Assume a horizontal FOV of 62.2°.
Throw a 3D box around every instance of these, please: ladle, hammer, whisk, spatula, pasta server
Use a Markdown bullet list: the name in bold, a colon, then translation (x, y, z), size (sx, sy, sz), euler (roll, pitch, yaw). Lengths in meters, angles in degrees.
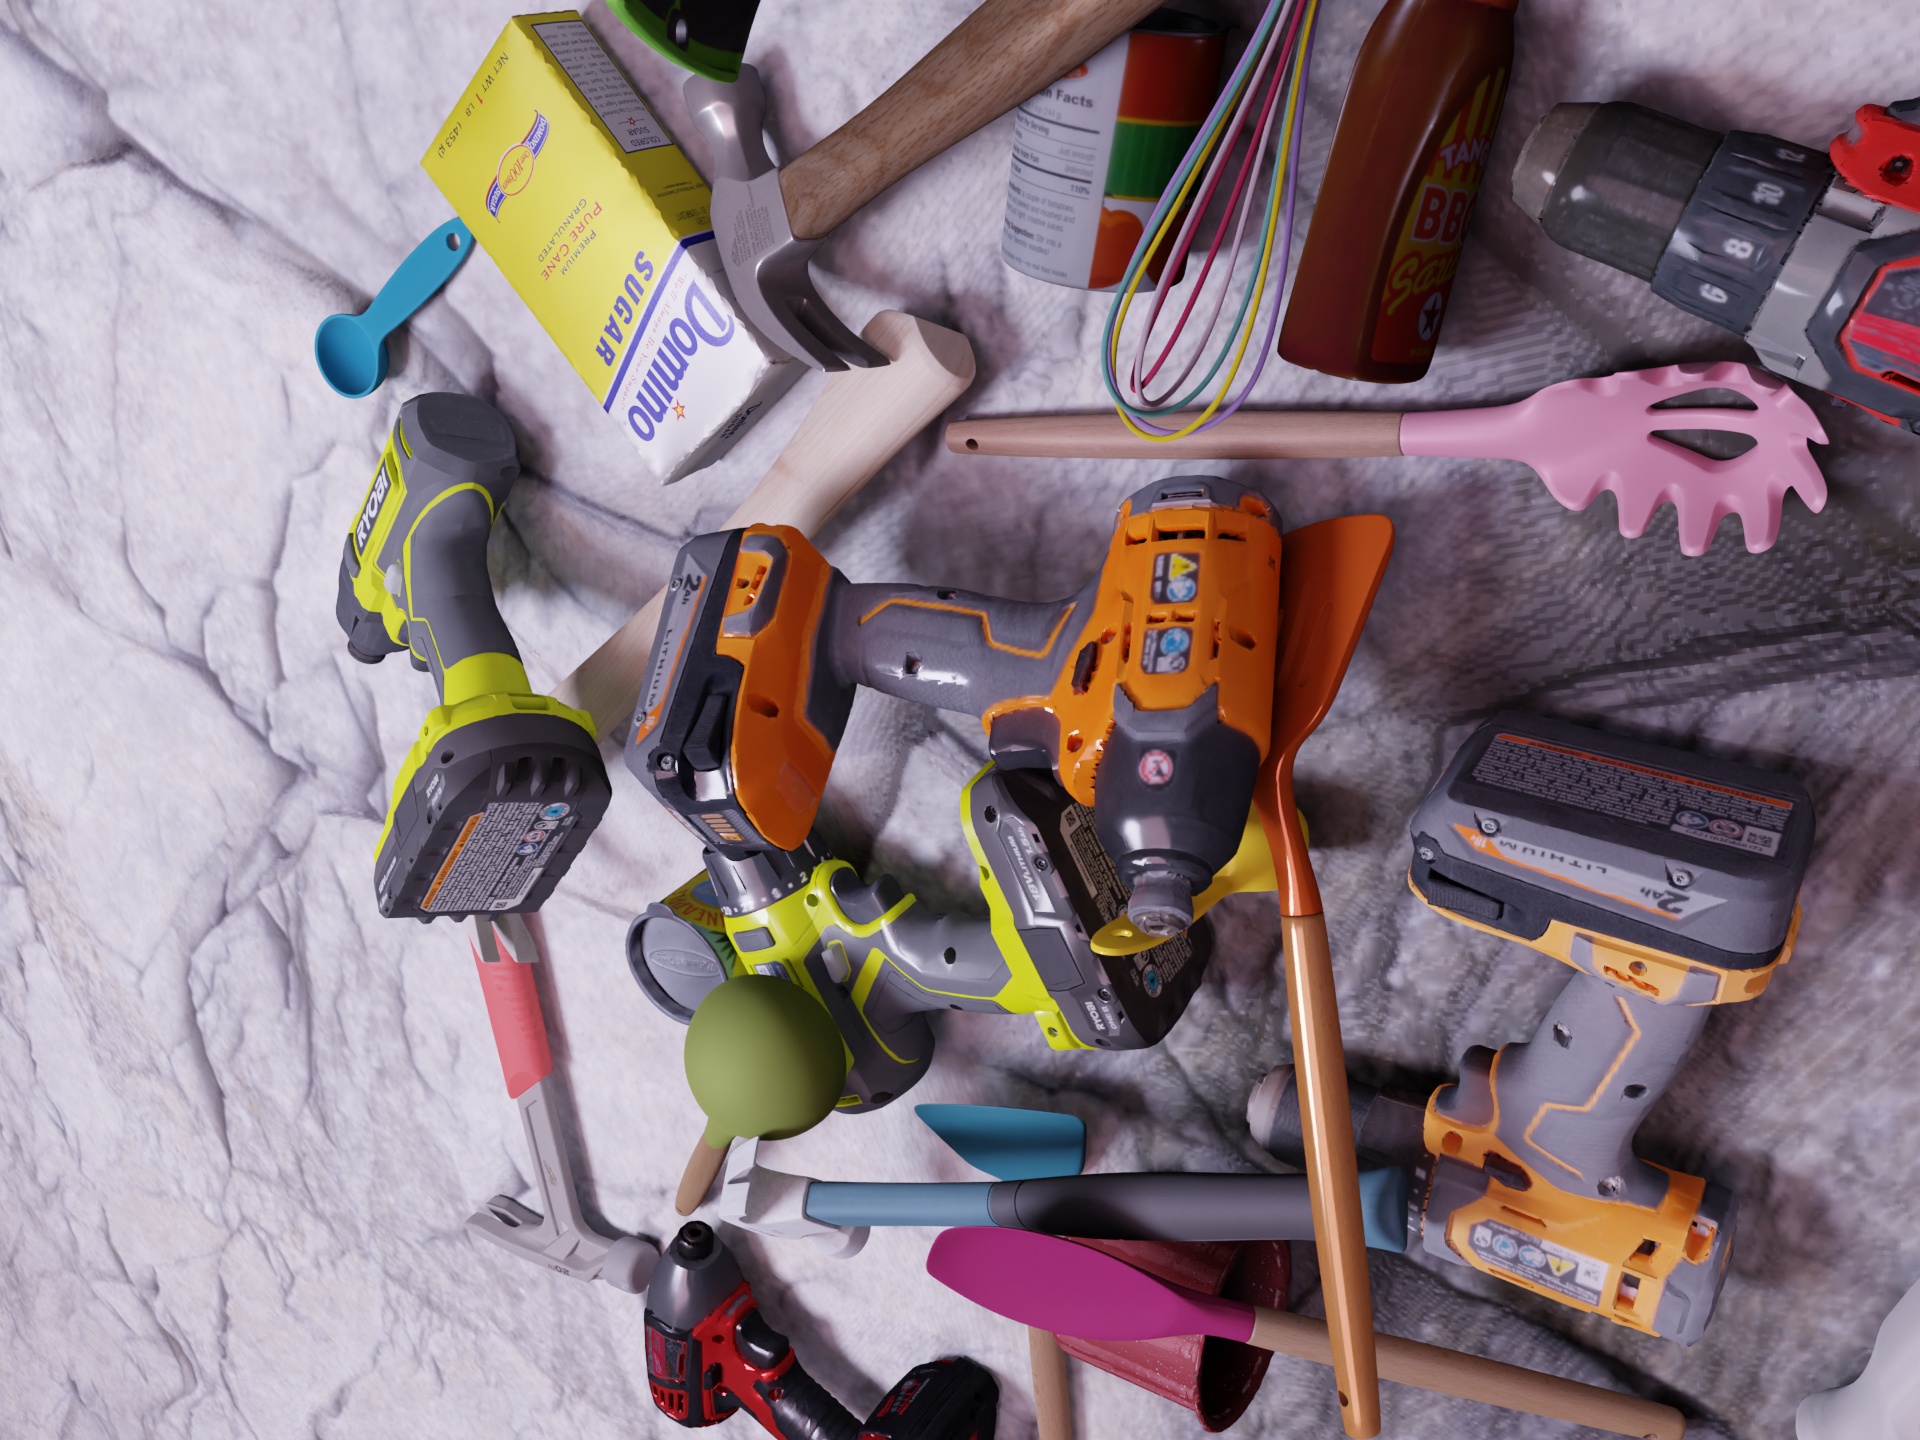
- **ladle**: translation (-0.121, 0.212, 0.828), size (0.078, 0.062, 0.320), euler (38, 149, 6)
- **hammer**: translation (0.032, 0.206, 0.677), size (0.331, 0.033, 0.128), euler (-11, 148, 33)
- **whisk**: translation (0.094, -0.205, 0.487), size (0.051, 0.047, 0.245), euler (12, 107, -19)
- **hammer**: translation (0.005, -0.204, 0.508), size (0.331, 0.031, 0.130), euler (-9, 97, 55)
- **hammer**: translation (-0.273, 0.187, 0.962), size (0.149, 0.037, 0.358), euler (9, 118, 30)
- **spatula**: translation (0.038, 0.311, 0.814), size (0.082, 0.044, 0.317), euler (0, 115, 16)
- **pasta server**: translation (0.126, -0.097, 0.555), size (0.316, 0.040, 0.060), euler (6, 127, 32)
- **hammer**: translation (-0.132, -0.033, 0.728), size (0.410, 0.038, 0.146), euler (-38, 60, 36)
- **spatula**: translation (0.132, 0.091, 0.562), size (0.081, 0.041, 0.322), euler (176, 87, -68)

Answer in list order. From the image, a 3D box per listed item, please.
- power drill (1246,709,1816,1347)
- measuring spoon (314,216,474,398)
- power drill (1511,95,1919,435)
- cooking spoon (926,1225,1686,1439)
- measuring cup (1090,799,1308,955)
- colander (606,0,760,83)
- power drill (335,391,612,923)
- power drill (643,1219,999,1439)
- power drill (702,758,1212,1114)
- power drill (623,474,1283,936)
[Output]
- **power drill**: translation (0.200, 0.113, 0.589), size (0.185, 0.084, 0.226), euler (16, 125, 29)
- **measuring spoon**: translation (-0.272, -0.205, 0.780), size (0.128, 0.021, 0.042), euler (-32, 93, 30)
- **power drill**: translation (0.264, -0.188, 0.397), size (0.188, 0.080, 0.226), euler (30, 129, 18)
- **cooking spoon**: translation (0.142, 0.251, 0.648), size (0.319, 0.017, 0.068), euler (15, 131, -3)
- **measuring cup**: translation (0.085, 0.053, 0.583), size (0.062, 0.156, 0.029), euler (8, 102, 28)
- **colander**: translation (-0.017, -0.386, 0.444), size (0.094, 0.204, 0.397), euler (11, 102, 9)
- **power drill**: translation (-0.248, -0.022, 0.766), size (0.171, 0.080, 0.223), euler (-50, 51, 38)
- **power drill**: translation (-0.092, 0.382, 0.918), size (0.220, 0.078, 0.143), euler (21, 122, 27)
- **power drill**: translation (-0.021, 0.079, 0.716), size (0.228, 0.080, 0.190), euler (-17, 104, 41)
- **power drill**: translation (-0.001, -0.002, 0.574), size (0.226, 0.164, 0.084), euler (-2, 150, 20)
